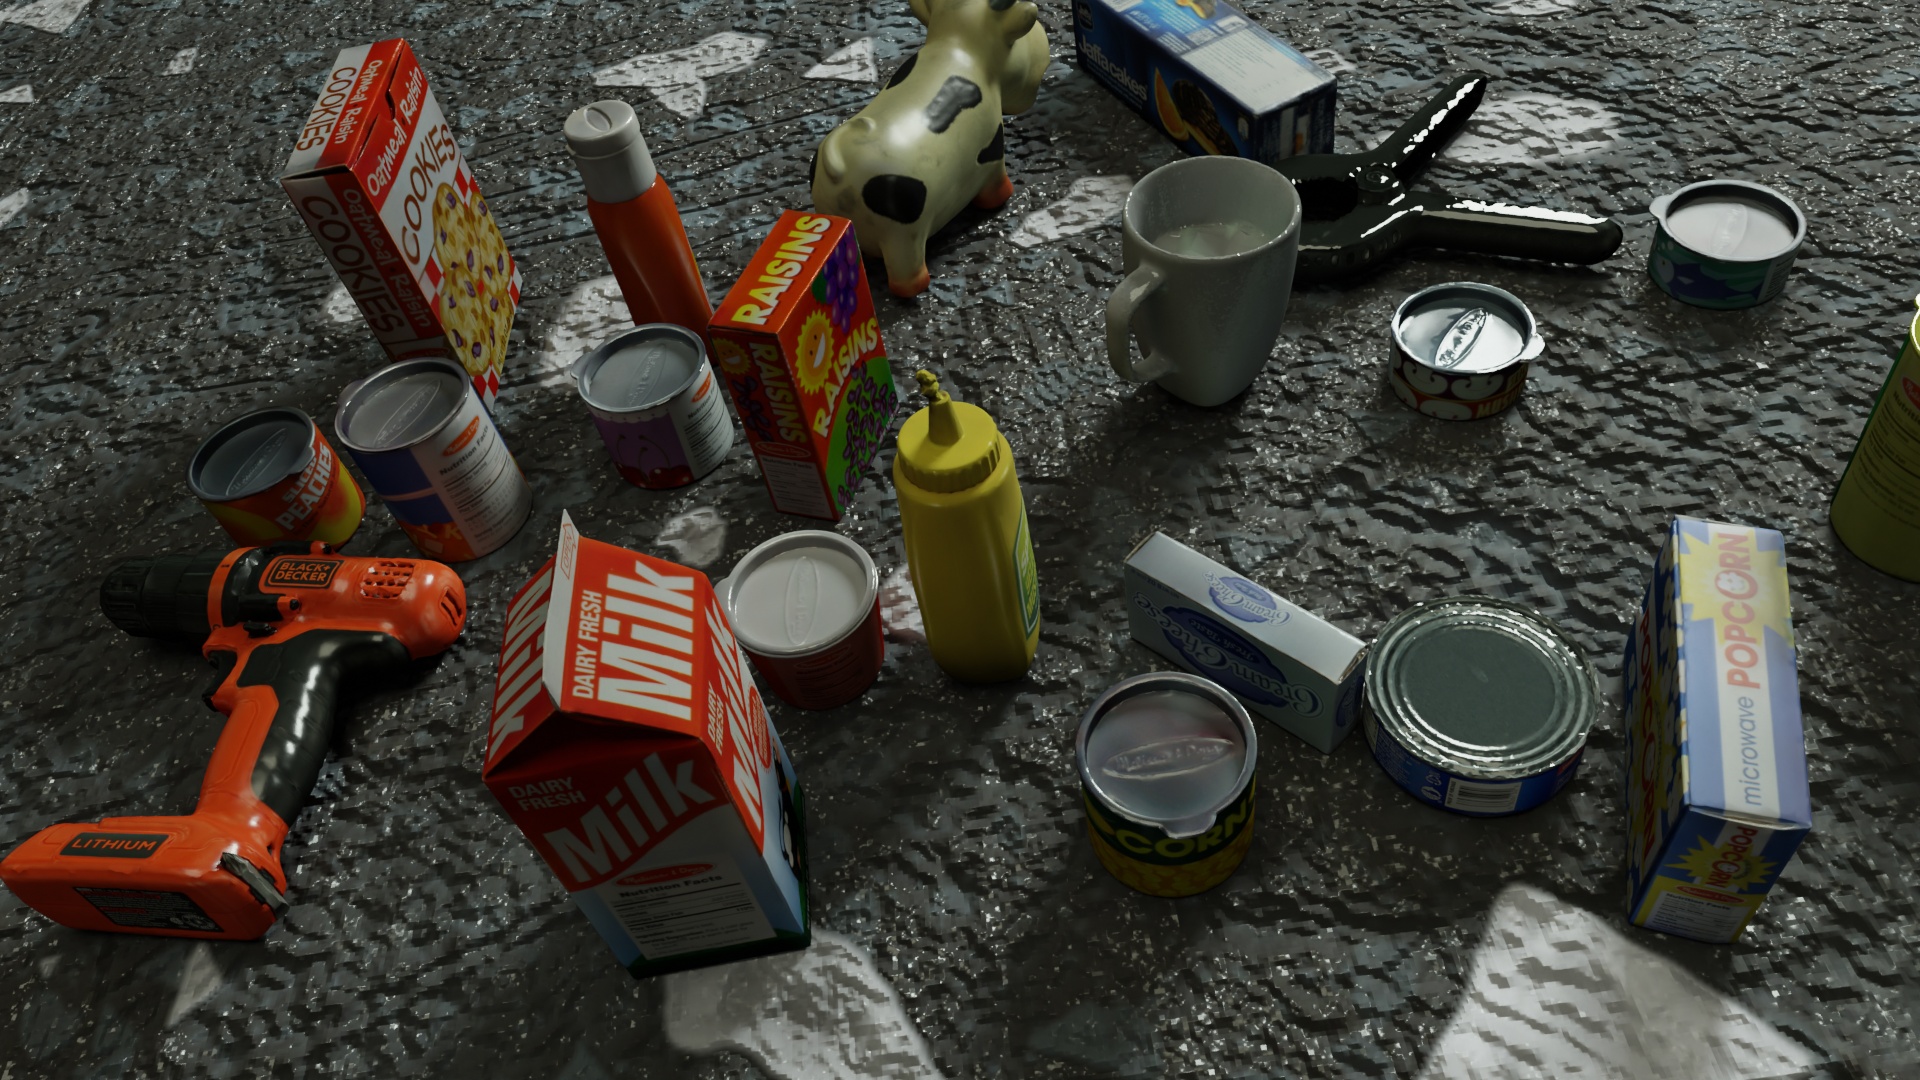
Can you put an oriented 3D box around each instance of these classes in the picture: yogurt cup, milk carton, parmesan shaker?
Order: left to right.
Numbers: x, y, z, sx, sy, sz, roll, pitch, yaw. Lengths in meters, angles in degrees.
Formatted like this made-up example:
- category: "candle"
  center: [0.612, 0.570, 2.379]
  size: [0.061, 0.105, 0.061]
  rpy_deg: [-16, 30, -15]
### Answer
- category: "milk carton"
  center: [-0.110, 0.077, 0.492]
  size: [0.073, 0.189, 0.073]
  rpy_deg: [-11, 48, 2]
- category: "yogurt cup"
  center: [-0.065, 0.037, 0.609]
  size: [0.072, 0.053, 0.073]
  rpy_deg: [-6, 49, 6]
- category: "parmesan shaker"
  center: [0.397, -0.042, 0.555]
  size: [0.071, 0.102, 0.072]
  rpy_deg: [-6, 49, 6]

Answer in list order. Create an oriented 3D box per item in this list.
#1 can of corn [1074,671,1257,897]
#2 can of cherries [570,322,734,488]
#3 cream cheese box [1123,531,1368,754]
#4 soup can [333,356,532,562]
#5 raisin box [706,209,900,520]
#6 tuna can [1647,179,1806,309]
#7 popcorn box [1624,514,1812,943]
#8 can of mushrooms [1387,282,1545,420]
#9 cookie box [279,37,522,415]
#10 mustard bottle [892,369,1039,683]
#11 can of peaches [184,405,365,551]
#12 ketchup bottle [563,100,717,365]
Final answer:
- category: "can of corn"
  center: [0.079, 0.095, 0.527]
  size: [0.071, 0.058, 0.071]
  rpy_deg: [-6, 49, 6]
- category: "can of cherries"
  center: [-0.158, -0.069, 0.717]
  size: [0.071, 0.058, 0.072]
  rpy_deg: [-6, 49, 6]
- category: "cream cheese box"
  center: [0.116, 0.041, 0.570]
  size: [0.104, 0.053, 0.024]
  rpy_deg: [31, 61, 32]
- category: "soup can"
  center: [-0.263, -0.040, 0.695]
  size: [0.071, 0.083, 0.072]
  rpy_deg: [-6, 49, 6]
- category: "raisin box"
  center: [-0.072, -0.083, 0.669]
  size: [0.040, 0.122, 0.086]
  rpy_deg: [11, 52, 20]
- category: "tuna can"
  center: [0.382, -0.150, 0.699]
  size: [0.071, 0.032, 0.071]
  rpy_deg: [-5, 49, 6]
- category: "popcorn box"
  center: [0.267, 0.067, 0.498]
  size: [0.038, 0.084, 0.127]
  rpy_deg: [7, 51, 17]
- category: "can of mushrooms"
  center: [0.245, -0.091, 0.675]
  size: [0.071, 0.033, 0.071]
  rpy_deg: [-5, 49, 6]
- category: "cookie box"
  center: [-0.295, -0.166, 0.756]
  size: [0.040, 0.166, 0.123]
  rpy_deg: [-8, 48, 4]
- category: "mustard bottle"
  center: [0.002, -0.007, 0.564]
  size: [0.049, 0.159, 0.065]
  rpy_deg: [-3, 49, 9]
- category: "can of peaches"
  center: [-0.350, -0.026, 0.717]
  size: [0.071, 0.057, 0.071]
  rpy_deg: [-6, 49, 6]
- category: "ketchup bottle"
  center: [-0.168, -0.159, 0.737]
  size: [0.043, 0.148, 0.065]
  rpy_deg: [-31, 51, -15]
